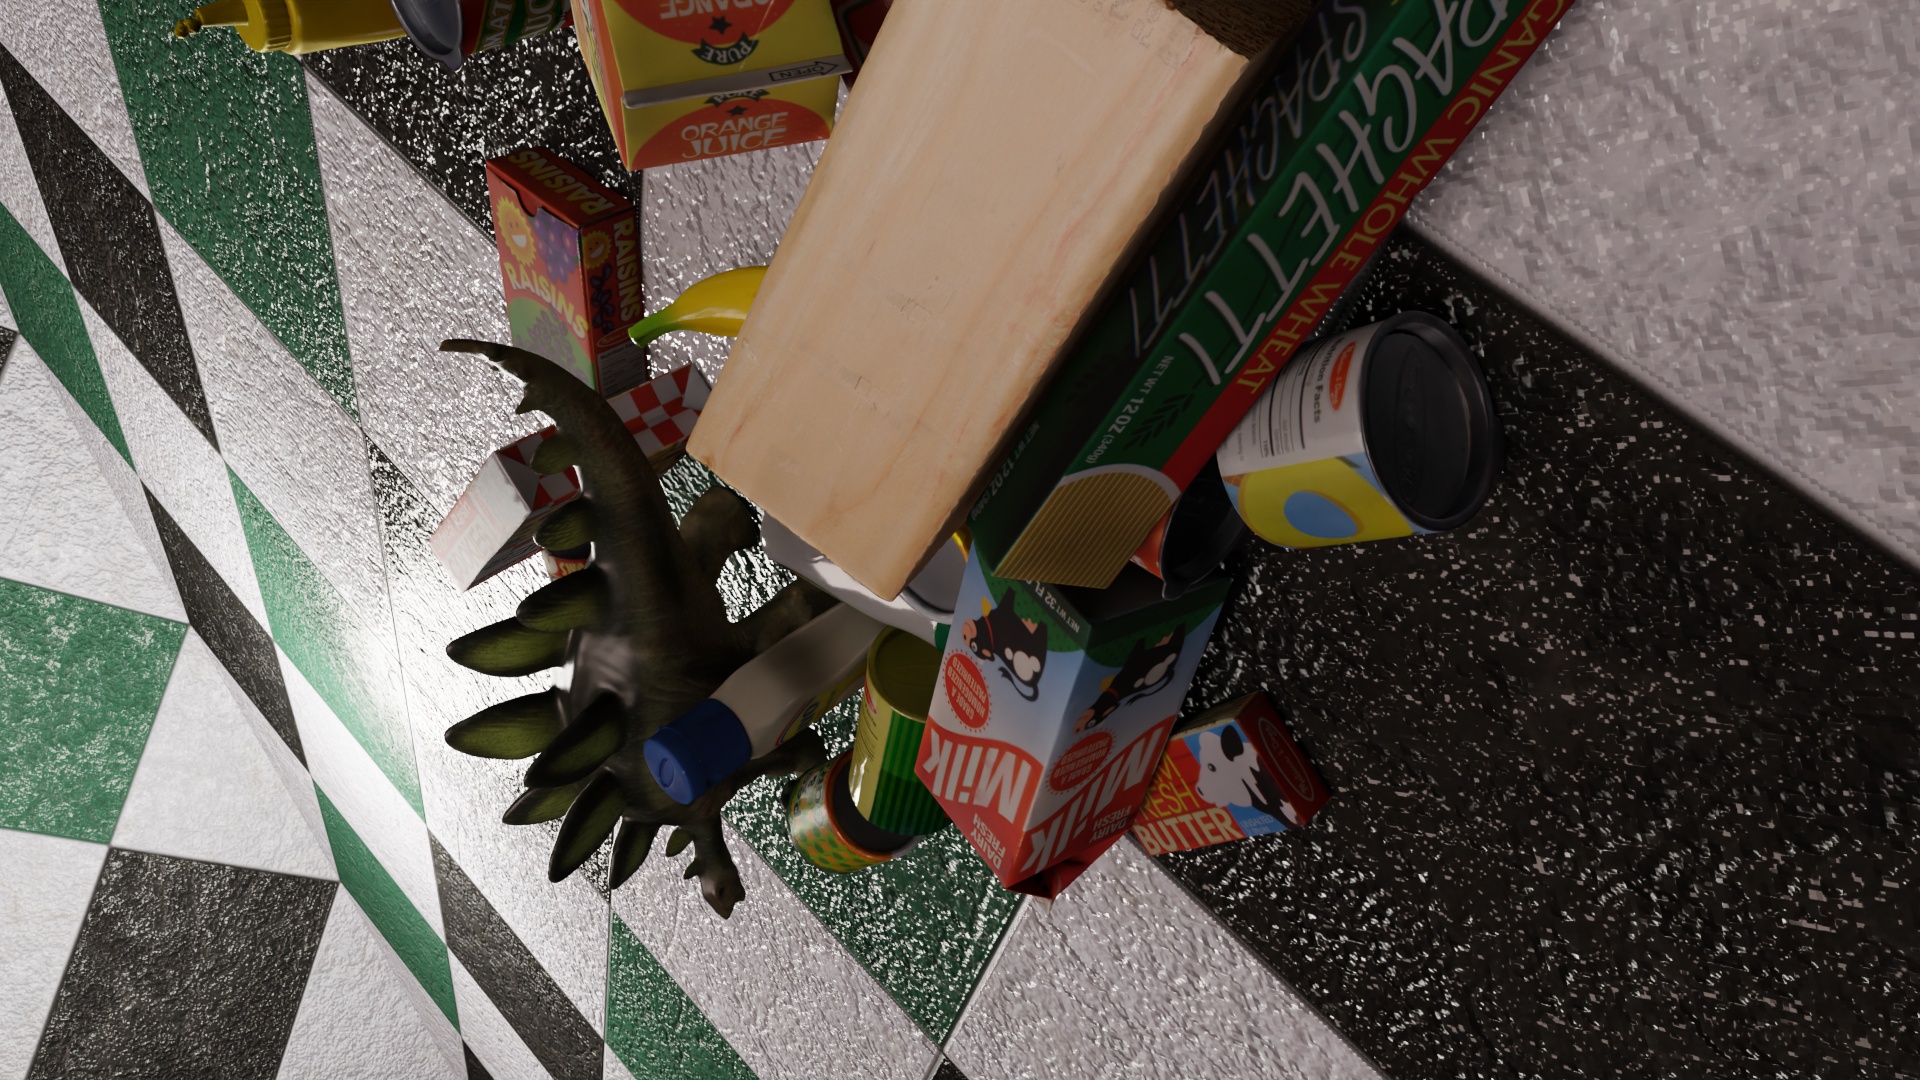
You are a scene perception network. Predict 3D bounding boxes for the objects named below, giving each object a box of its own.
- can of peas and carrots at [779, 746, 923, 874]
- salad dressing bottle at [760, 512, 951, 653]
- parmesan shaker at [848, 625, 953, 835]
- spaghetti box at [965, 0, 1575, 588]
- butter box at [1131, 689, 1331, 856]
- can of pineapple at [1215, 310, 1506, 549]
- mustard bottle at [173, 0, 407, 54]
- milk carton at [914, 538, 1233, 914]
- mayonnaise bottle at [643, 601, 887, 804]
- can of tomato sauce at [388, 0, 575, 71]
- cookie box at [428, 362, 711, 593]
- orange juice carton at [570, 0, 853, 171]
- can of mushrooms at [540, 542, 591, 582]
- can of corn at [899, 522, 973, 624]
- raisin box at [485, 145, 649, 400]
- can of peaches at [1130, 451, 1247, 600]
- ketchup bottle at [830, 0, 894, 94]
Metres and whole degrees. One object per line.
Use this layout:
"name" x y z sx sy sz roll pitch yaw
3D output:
"can of peas and carrots" -0.059 0.150 0.785 0.071 0.071 0.058 56 144 0
"salad dressing bottle" -0.028 0.019 0.654 0.148 0.064 0.044 29 102 29
"parmesan shaker" -0.019 0.092 0.697 0.071 0.071 0.102 39 142 23
"spaghetti box" 0.082 -0.079 0.390 0.248 0.050 0.029 -55 43 34
"butter box" 0.104 0.101 0.592 0.053 0.024 0.103 57 144 0
"can of pineapple" 0.123 -0.031 0.431 0.057 0.071 0.071 -10 109 53
"mustard bottle" -0.289 -0.261 0.654 0.065 0.161 0.048 25 133 34
"milk carton" 0.037 0.073 0.577 0.072 0.074 0.189 48 139 35
"mayonnaise bottle" -0.086 0.075 0.688 0.041 0.149 0.064 46 144 14
"can of tomato sauce" -0.207 -0.257 0.625 0.071 0.083 0.070 30 137 32
"cookie box" -0.221 -0.034 0.783 0.040 0.123 0.167 59 145 -2
"orange juice carton" -0.096 -0.188 0.491 0.193 0.072 0.072 -120 22 -50
"can of mushrooms" -0.228 0.010 0.874 0.071 0.071 0.033 23 132 38
"can of corn" 0.002 -0.007 0.597 0.071 0.058 0.070 30 137 32
"raisin box" -0.216 -0.142 0.766 0.086 0.040 0.122 36 139 28
"can of peaches" 0.068 -0.023 0.497 0.058 0.071 0.070 33 139 30
"ketchup bottle" 0.006 -0.135 0.494 0.044 0.065 0.148 -100 -14 -72
